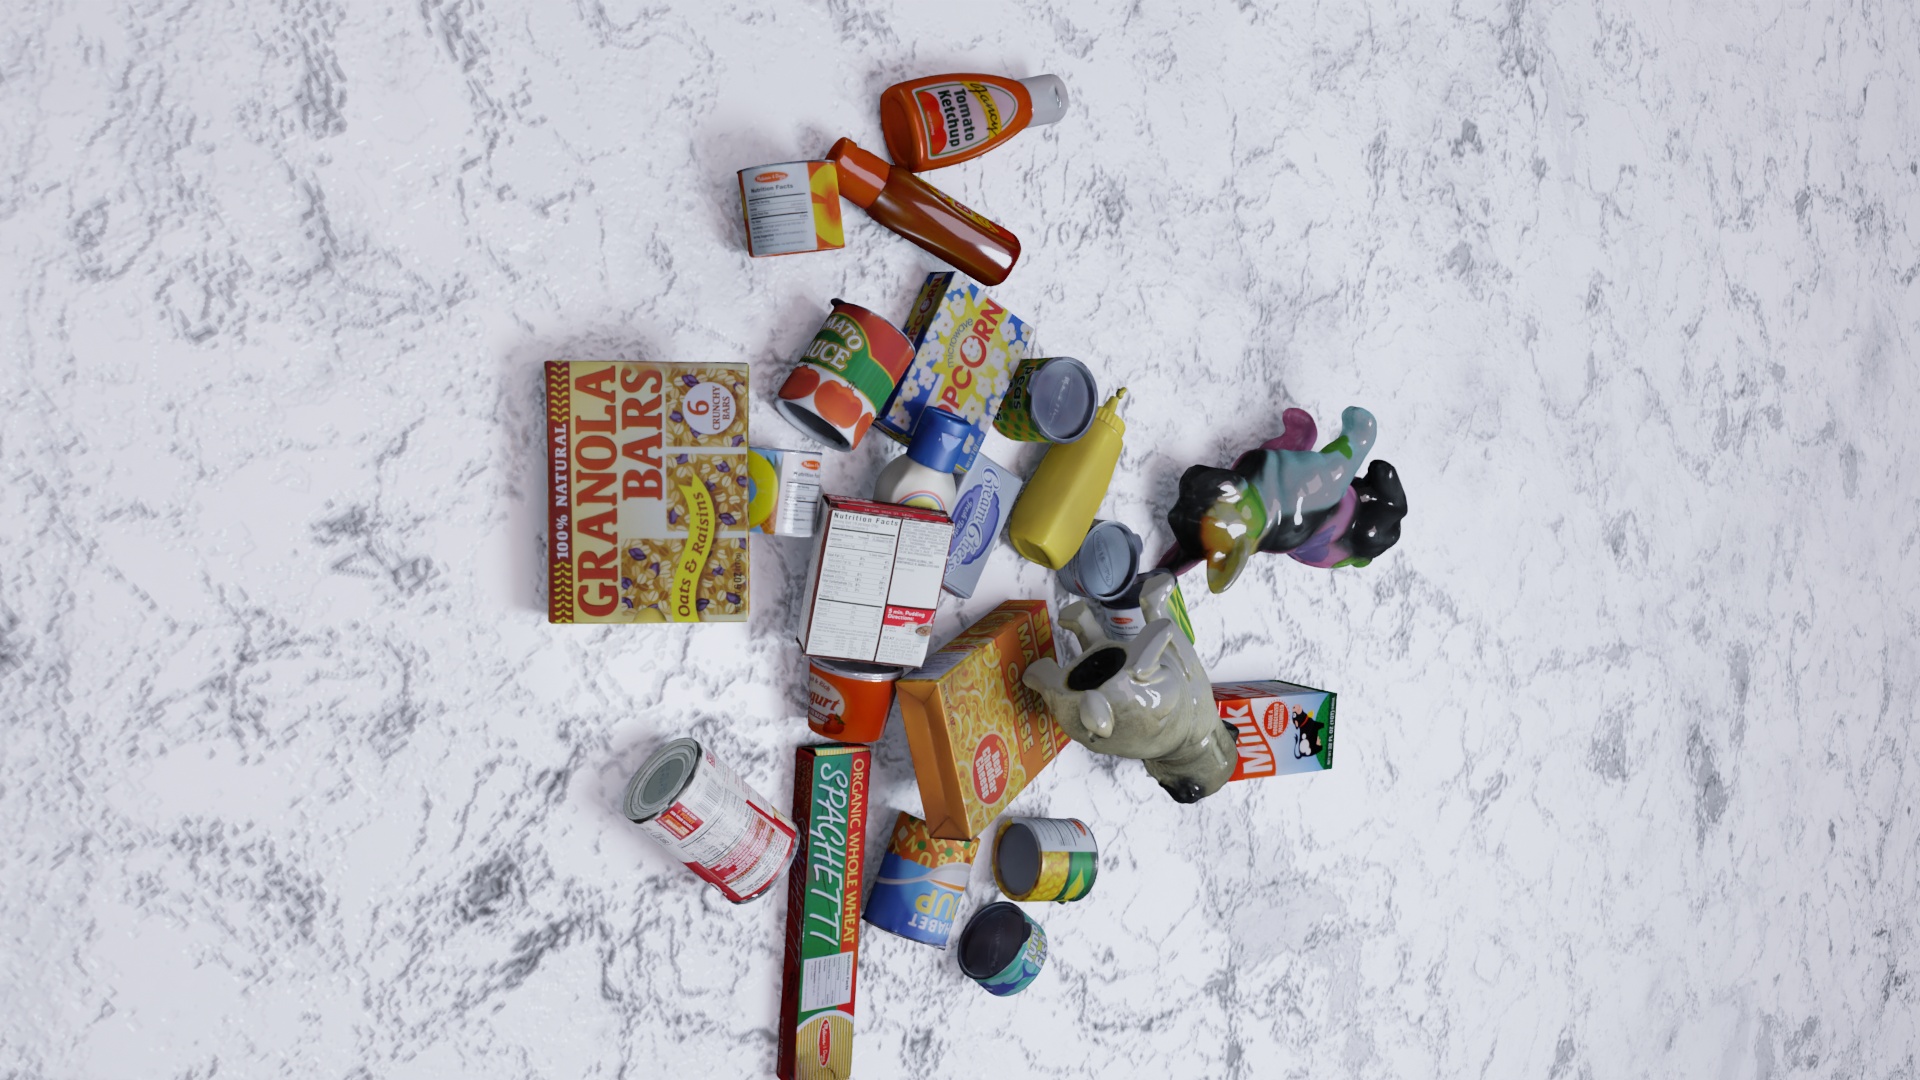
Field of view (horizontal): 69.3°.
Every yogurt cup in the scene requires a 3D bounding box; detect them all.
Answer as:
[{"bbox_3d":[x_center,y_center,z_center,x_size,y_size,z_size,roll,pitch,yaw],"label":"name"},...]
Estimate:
[{"bbox_3d":[-0.078,0.110,0.989,0.072,0.072,0.054,4,101,-36],"label":"yogurt cup"}]

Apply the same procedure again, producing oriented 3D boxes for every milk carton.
[{"bbox_3d":[0.236,0.165,1.209,0.191,0.073,0.072,2,94,-35],"label":"milk carton"}]

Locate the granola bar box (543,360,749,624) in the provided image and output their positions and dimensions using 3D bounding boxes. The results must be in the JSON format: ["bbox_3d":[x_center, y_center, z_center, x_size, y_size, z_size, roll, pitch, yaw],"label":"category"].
[{"bbox_3d":[-0.195,-0.031,0.876,0.124,0.039,0.165,0,95,-7],"label":"granola bar box"}]

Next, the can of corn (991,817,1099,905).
[{"bbox_3d":[0.066,0.255,1.102,0.058,0.071,0.071,10,89,-35],"label":"can of corn"}]

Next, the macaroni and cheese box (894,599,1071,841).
[{"bbox_3d":[0.021,0.129,1.037,0.167,0.040,0.123,-32,115,-55],"label":"macaroni and cheese box"}]

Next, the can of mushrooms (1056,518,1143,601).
[{"bbox_3d":[0.113,0.014,1.133,0.071,0.033,0.071,-3,96,-35],"label":"can of mushrooms"}]

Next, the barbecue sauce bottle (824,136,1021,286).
[{"bbox_3d":[-0.030,-0.235,0.994,0.148,0.065,0.043,26,102,-25],"label":"barbecue sauce bottle"}]

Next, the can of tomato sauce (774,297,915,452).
[{"bbox_3d":[-0.082,-0.114,0.963,0.071,0.071,0.083,40,73,-31],"label":"can of tomato sauce"}]

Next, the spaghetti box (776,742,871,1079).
[{"bbox_3d":[-0.099,0.270,1.009,0.050,0.028,0.249,2,93,-35],"label":"spaghetti box"}]

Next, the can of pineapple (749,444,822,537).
[{"bbox_3d":[-0.130,-0.034,0.938,0.071,0.071,0.058,5,92,-36],"label":"can of pineapple"}]

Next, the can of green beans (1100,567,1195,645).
[{"bbox_3d":[0.155,0.065,1.147,0.071,0.071,0.057,-31,112,-29],"label":"can of green beans"}]

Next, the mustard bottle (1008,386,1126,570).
[{"bbox_3d":[0.093,-0.056,1.099,0.161,0.049,0.065,-61,151,-18],"label":"mustard bottle"}]

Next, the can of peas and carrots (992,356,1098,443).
[{"bbox_3d":[0.061,-0.109,1.069,0.071,0.058,0.071,-4,96,-35],"label":"can of peas and carrots"}]

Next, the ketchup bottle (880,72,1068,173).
[{"bbox_3d":[0.013,-0.315,1.026,0.149,0.043,0.064,-23,106,-32],"label":"ketchup bottle"}]

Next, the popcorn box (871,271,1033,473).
[{"bbox_3d":[-0.009,-0.124,1.031,0.085,0.038,0.127,32,76,-32],"label":"popcorn box"}]

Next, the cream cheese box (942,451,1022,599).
[{"bbox_3d":[0.004,-0.013,1.058,0.053,0.024,0.104,33,76,-33],"label":"cream cheese box"}]

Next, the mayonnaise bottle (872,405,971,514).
[{"bbox_3d":[-0.037,-0.022,0.992,0.065,0.041,0.147,16,105,-30],"label":"mayonnaise bottle"}]

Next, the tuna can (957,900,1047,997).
[{"bbox_3d":[0.035,0.318,1.083,0.032,0.071,0.071,47,69,-31],"label":"tuna can"}]

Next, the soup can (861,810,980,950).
[{"bbox_3d":[-0.026,0.252,1.033,0.071,0.071,0.084,26,79,-34],"label":"soup can"}]

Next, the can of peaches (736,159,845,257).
[{"bbox_3d":[-0.112,-0.222,0.933,0.071,0.071,0.058,-13,102,-34],"label":"can of peaches"}]
